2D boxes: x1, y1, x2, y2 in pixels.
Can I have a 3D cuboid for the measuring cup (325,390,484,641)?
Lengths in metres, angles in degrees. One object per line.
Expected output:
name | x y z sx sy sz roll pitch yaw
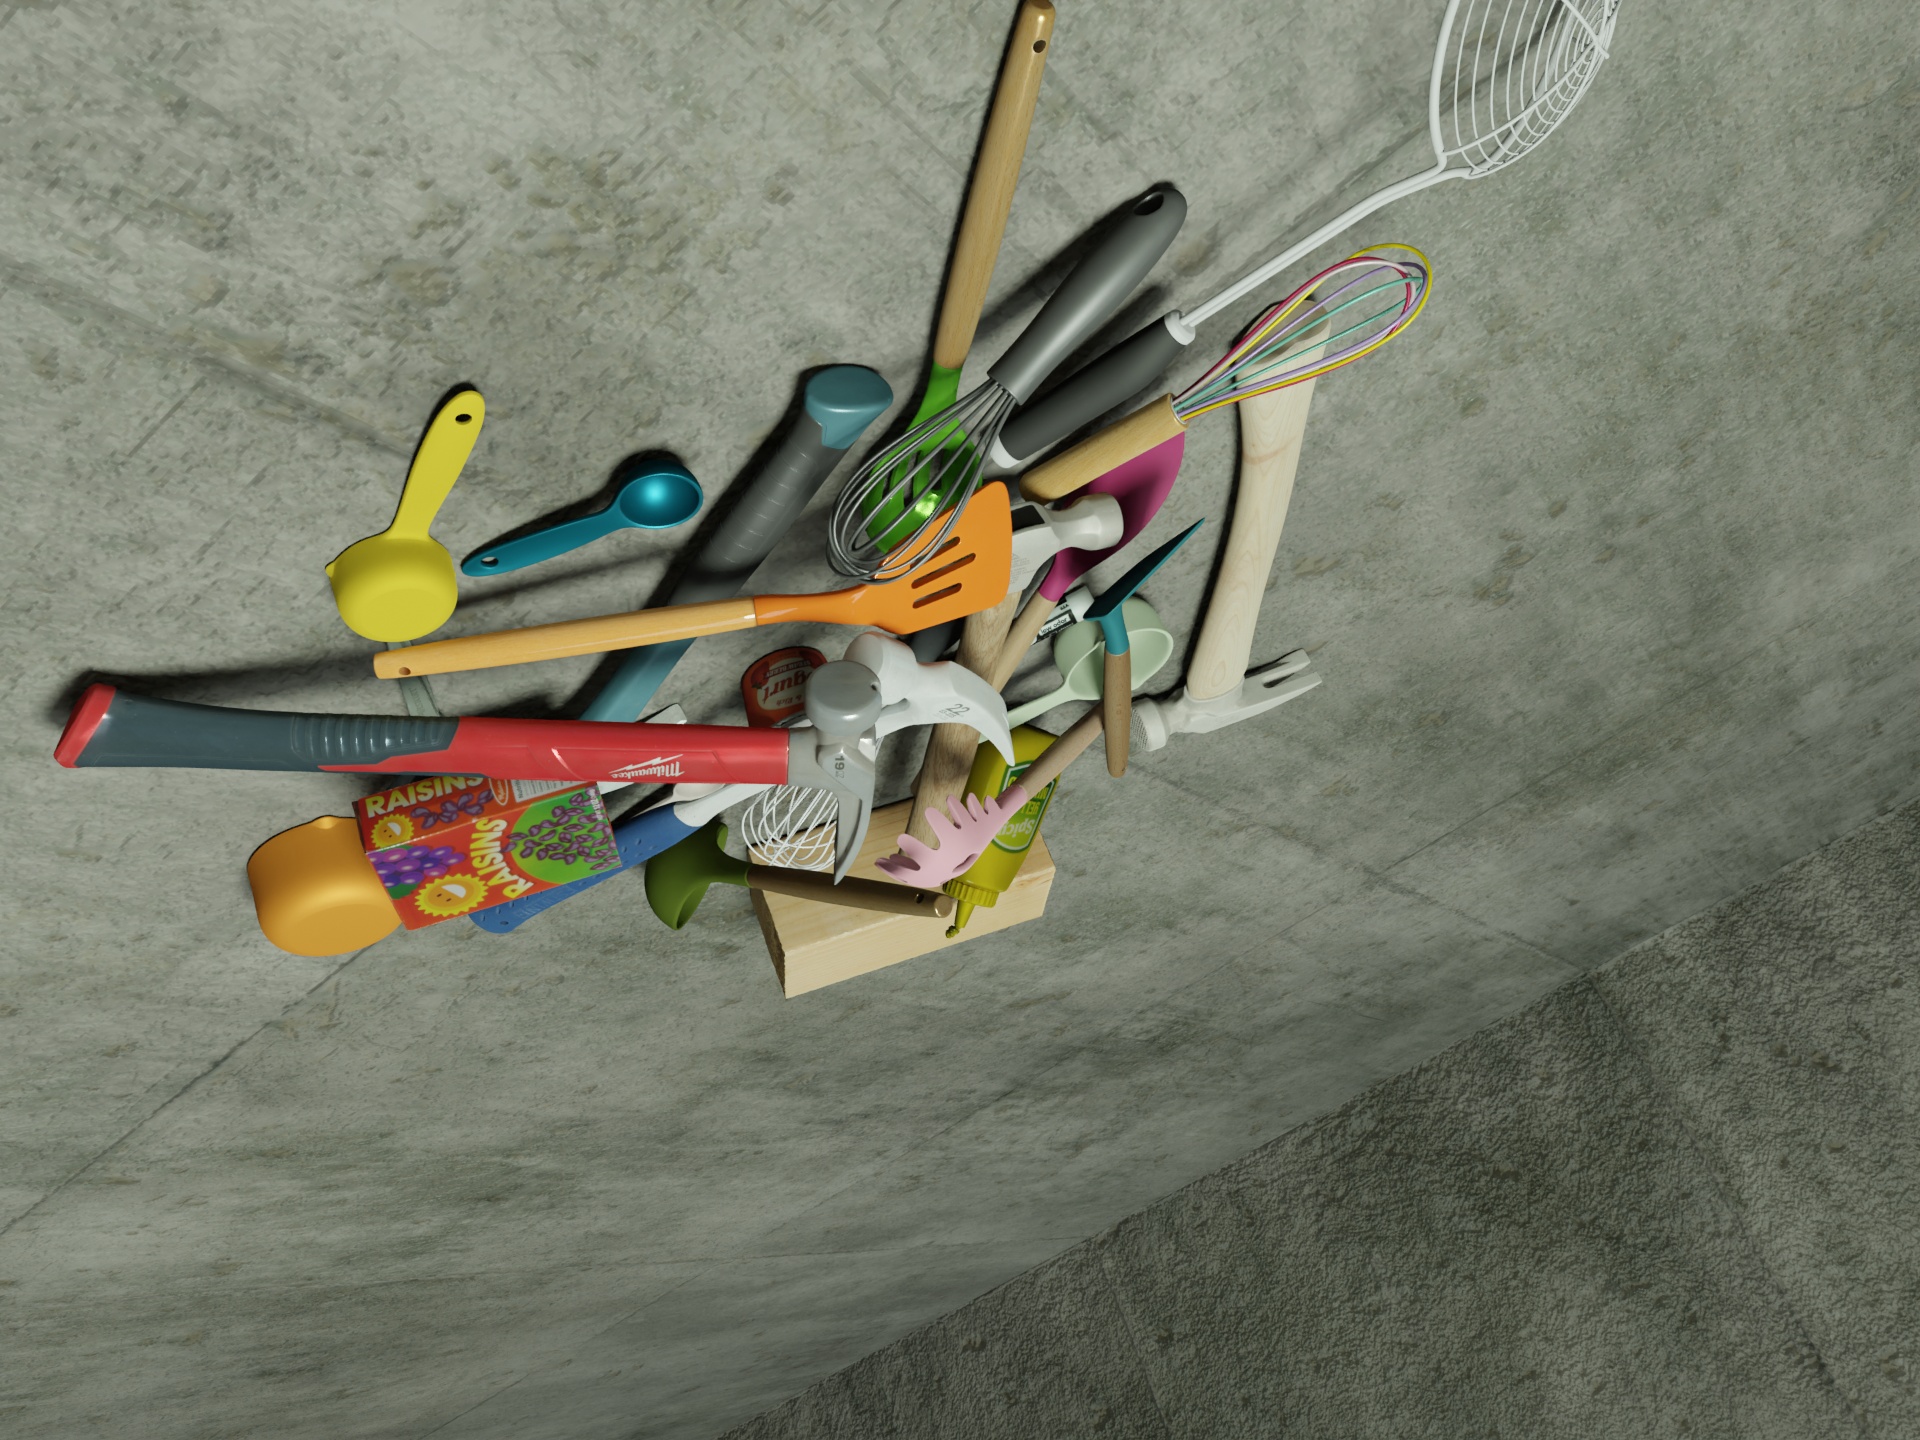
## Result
measuring cup | -0.246 -0.089 0.730 0.062 0.029 0.156 0 146 -37

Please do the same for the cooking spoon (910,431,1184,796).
cooking spoon | 0.041 -0.060 0.977 0.068 0.017 0.318 4 135 -34

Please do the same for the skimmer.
skimmer | 0.143 -0.245 0.755 0.363 0.090 0.127 -29 165 32

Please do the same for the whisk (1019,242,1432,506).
whisk | 0.132 -0.175 0.829 0.245 0.047 0.051 -26 -177 31

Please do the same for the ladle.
ladle | -0.102 0.103 0.971 0.062 0.078 0.320 38 157 -33

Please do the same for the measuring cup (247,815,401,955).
measuring cup | -0.335 0.098 0.962 0.173 0.052 0.095 -7 148 -25

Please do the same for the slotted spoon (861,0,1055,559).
slotted spoon | 0.001 -0.190 0.747 0.070 0.031 0.313 -14 149 -23

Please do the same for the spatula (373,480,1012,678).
spatula | -0.128 -0.057 0.798 0.322 0.041 0.081 -9 135 -6

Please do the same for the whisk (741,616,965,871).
whisk | -0.060 0.004 1.010 0.070 0.070 0.284 2 137 -39

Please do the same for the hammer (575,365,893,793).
hammer | -0.143 -0.061 0.843 0.128 0.033 0.331 -1 143 -47

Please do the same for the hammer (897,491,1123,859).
hammer | -0.002 -0.003 0.969 0.130 0.031 0.331 -14 145 -24

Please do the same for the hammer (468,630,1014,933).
hammer | -0.148 0.054 0.945 0.405 0.035 0.144 -25 151 32

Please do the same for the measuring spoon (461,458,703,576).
measuring spoon | -0.187 -0.100 0.778 0.128 0.021 0.042 -18 151 10

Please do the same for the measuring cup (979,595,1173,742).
measuring cup | 0.059 -0.030 1.054 0.167 0.038 0.083 -27 152 11

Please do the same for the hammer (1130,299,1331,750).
hammer | 0.193 -0.111 1.014 0.146 0.038 0.410 -20 151 -10

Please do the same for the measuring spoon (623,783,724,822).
measuring spoon | -0.202 0.055 1.035 0.124 0.018 0.034 -31 152 28

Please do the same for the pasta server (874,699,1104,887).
pasta server | 0.041 0.032 1.014 0.060 0.040 0.316 -47 175 33

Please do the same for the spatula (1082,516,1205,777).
spatula | 0.106 -0.028 1.004 0.082 0.044 0.317 -45 158 -16

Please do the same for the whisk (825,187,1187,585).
whisk | 0.023 -0.156 0.746 0.239 0.055 0.055 -48 148 5

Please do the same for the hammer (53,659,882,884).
hammer | -0.236 0.024 0.791 0.386 0.038 0.143 2 138 -6
